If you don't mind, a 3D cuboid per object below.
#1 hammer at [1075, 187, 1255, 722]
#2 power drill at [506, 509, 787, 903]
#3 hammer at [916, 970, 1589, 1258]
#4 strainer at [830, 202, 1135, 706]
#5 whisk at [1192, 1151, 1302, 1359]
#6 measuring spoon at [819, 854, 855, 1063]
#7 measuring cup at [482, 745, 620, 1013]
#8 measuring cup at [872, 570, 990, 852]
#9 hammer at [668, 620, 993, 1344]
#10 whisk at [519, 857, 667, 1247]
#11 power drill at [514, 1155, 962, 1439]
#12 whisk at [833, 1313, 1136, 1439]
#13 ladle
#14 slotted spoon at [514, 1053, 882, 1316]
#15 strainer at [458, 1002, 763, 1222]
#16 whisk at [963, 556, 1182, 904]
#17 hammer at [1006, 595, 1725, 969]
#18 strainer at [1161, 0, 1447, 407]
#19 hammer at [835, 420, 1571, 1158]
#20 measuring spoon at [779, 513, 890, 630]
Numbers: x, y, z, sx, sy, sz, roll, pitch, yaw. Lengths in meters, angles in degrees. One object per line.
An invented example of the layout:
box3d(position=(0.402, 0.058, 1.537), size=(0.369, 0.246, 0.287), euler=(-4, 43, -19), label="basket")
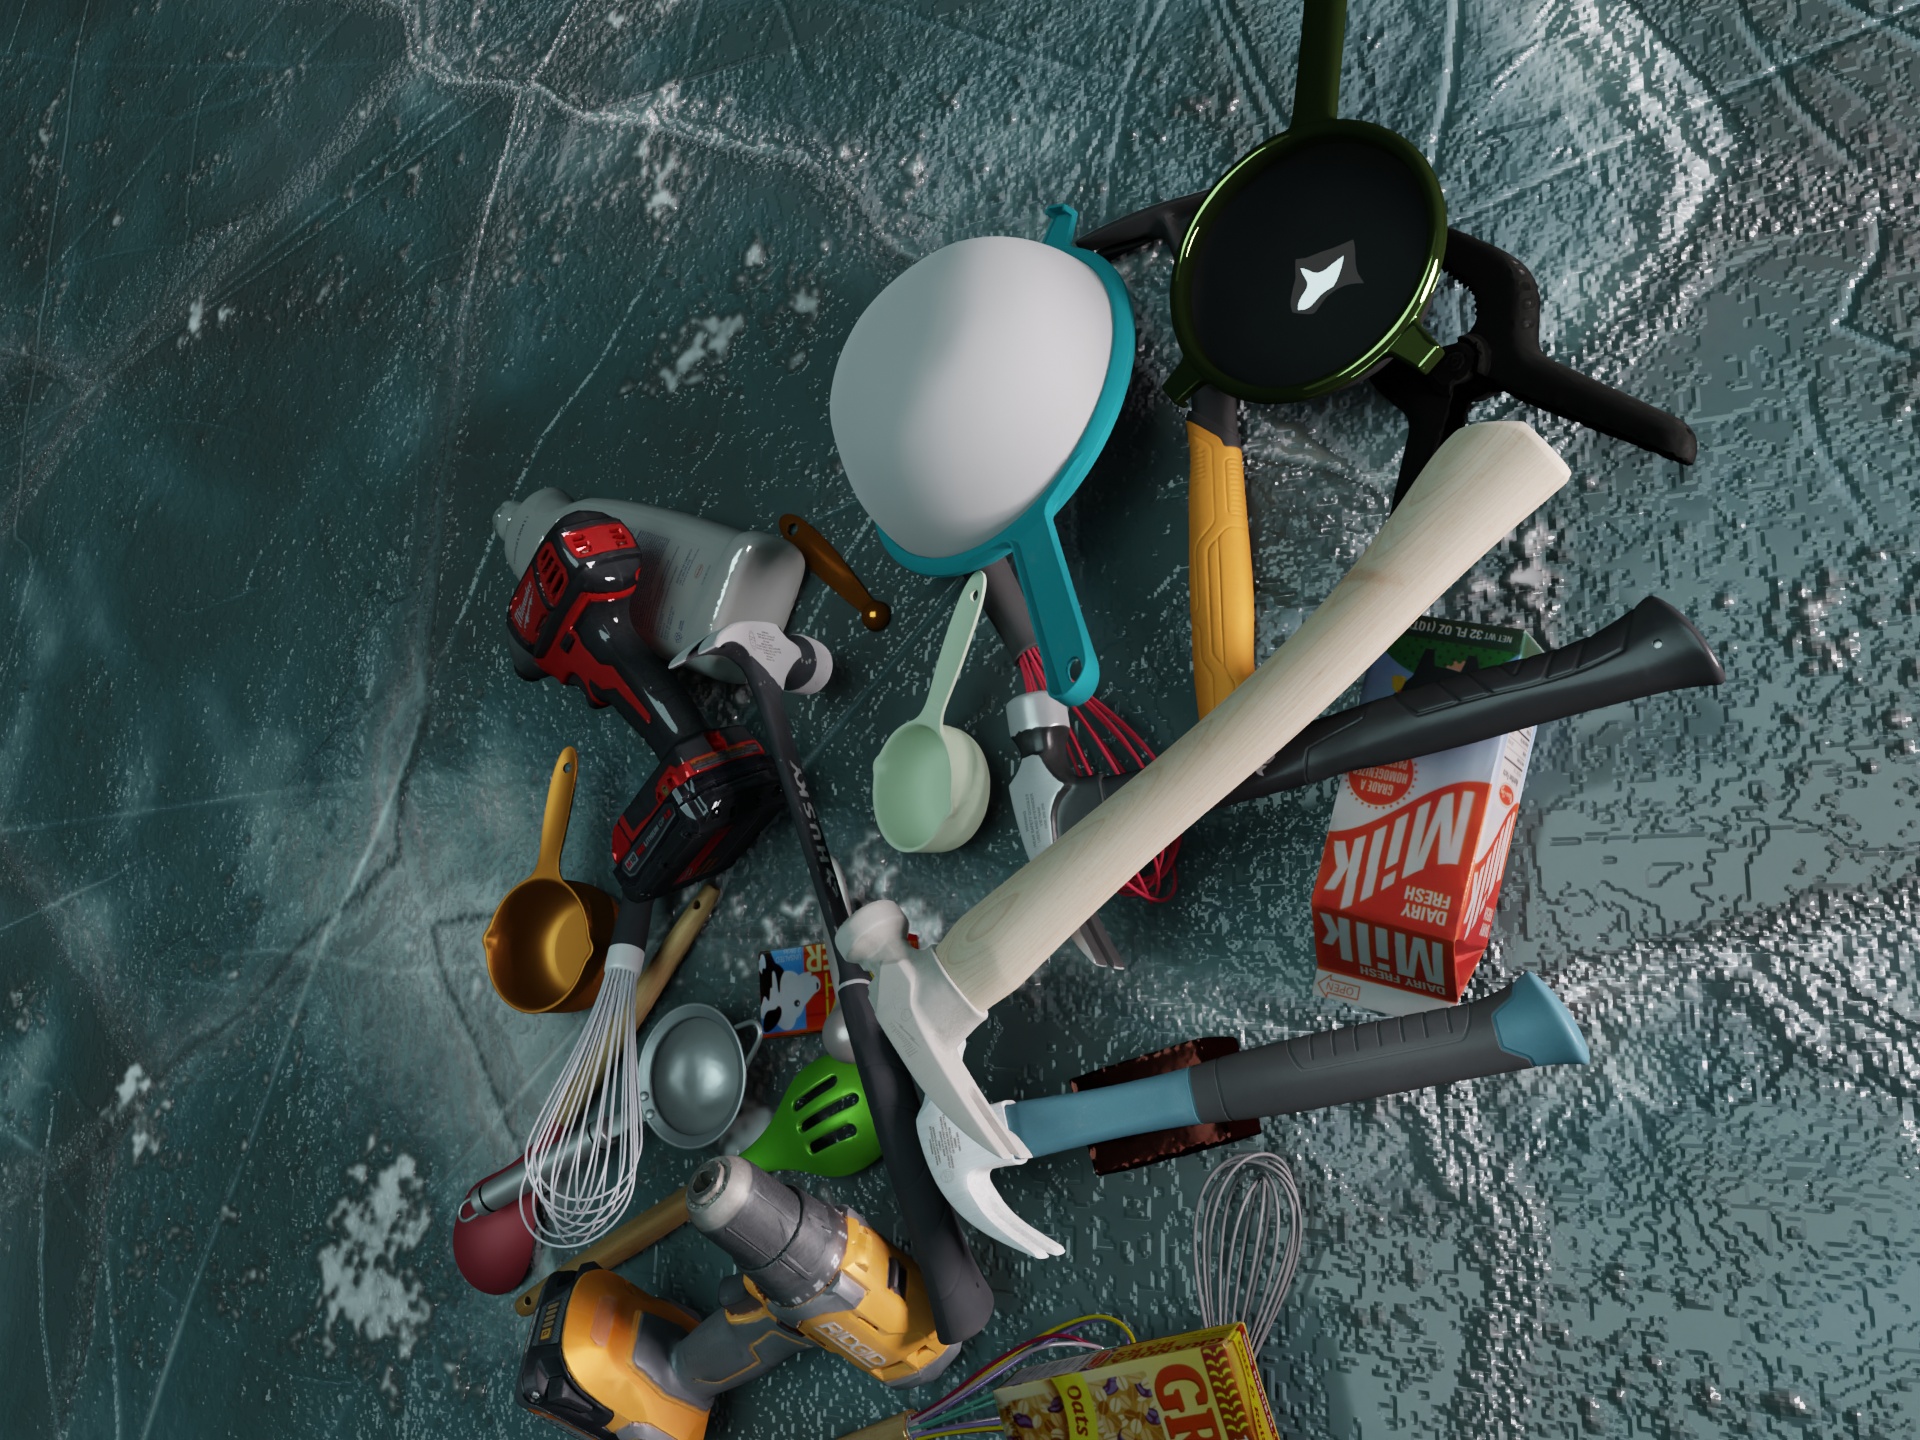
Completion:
box3d(position=(0.135, -0.137, 0.891), size=(0.127, 0.034, 0.337), euler=(-8, 75, 27), label="hammer")
box3d(position=(-0.209, -0.006, 0.989), size=(0.220, 0.078, 0.143), euler=(57, 134, 14), label="power drill")
box3d(position=(0.127, 0.176, 0.767), size=(0.331, 0.033, 0.128), euler=(-18, 71, 24), label="hammer")
box3d(position=(0.002, -0.148, 0.863), size=(0.211, 0.095, 0.341), euler=(-41, 42, 28), label="strainer")
box3d(position=(0.130, 0.332, 0.786), size=(0.055, 0.055, 0.239), euler=(7, 86, 30), label="whisk")
box3d(position=(-0.073, 0.137, 0.926), size=(0.034, 0.018, 0.124), euler=(-18, 69, 25), label="measuring spoon")
box3d(position=(-0.255, 0.106, 1.046), size=(0.095, 0.052, 0.174), euler=(0, 77, 29), label="measuring cup")
box3d(position=(-0.001, -0.003, 0.917), size=(0.083, 0.038, 0.167), euler=(27, 103, 51), label="measuring cup")
box3d(position=(-0.061, 0.131, 0.870), size=(0.036, 0.149, 0.409), euler=(-24, 75, 18), label="hammer")
box3d(position=(-0.211, 0.176, 0.965), size=(0.070, 0.070, 0.285), euler=(-15, 51, 26), label="whisk")
box3d(position=(-0.138, 0.319, 0.862), size=(0.226, 0.185, 0.084), euler=(-27, 34, 24), label="power drill")
box3d(position=(-0.008, 0.378, 0.854), size=(0.245, 0.051, 0.047), euler=(-31, 71, 23), label="whisk")
box3d(position=(-0.242, 0.237, 1.025), size=(0.069, 0.031, 0.315), euler=(36, 96, 27), label="ladle")
box3d(position=(-0.162, 0.293, 0.968), size=(0.313, 0.031, 0.070), euler=(-35, 65, 20), label="slotted spoon")
box3d(position=(-0.214, 0.250, 0.984), size=(0.258, 0.050, 0.087), euler=(-31, 63, 15), label="strainer")
box3d(position=(0.048, -0.022, 0.902), size=(0.073, 0.073, 0.296), euler=(-36, 59, 18), label="whisk")
box3d(position=(0.178, 0.017, 0.747), size=(0.335, 0.035, 0.146), euler=(-18, 70, 26), label="hammer")
box3d(position=(0.195, -0.280, 0.839), size=(0.151, 0.069, 0.256), euler=(-1, 78, 38), label="strainer")
box3d(position=(0.119, 0.027, 0.738), size=(0.410, 0.038, 0.146), euler=(-44, 62, 14), label="hammer")
box3d(position=(-0.084, -0.097, 1.017), size=(0.021, 0.011, 0.117), euler=(-49, 61, 11), label="measuring spoon")
